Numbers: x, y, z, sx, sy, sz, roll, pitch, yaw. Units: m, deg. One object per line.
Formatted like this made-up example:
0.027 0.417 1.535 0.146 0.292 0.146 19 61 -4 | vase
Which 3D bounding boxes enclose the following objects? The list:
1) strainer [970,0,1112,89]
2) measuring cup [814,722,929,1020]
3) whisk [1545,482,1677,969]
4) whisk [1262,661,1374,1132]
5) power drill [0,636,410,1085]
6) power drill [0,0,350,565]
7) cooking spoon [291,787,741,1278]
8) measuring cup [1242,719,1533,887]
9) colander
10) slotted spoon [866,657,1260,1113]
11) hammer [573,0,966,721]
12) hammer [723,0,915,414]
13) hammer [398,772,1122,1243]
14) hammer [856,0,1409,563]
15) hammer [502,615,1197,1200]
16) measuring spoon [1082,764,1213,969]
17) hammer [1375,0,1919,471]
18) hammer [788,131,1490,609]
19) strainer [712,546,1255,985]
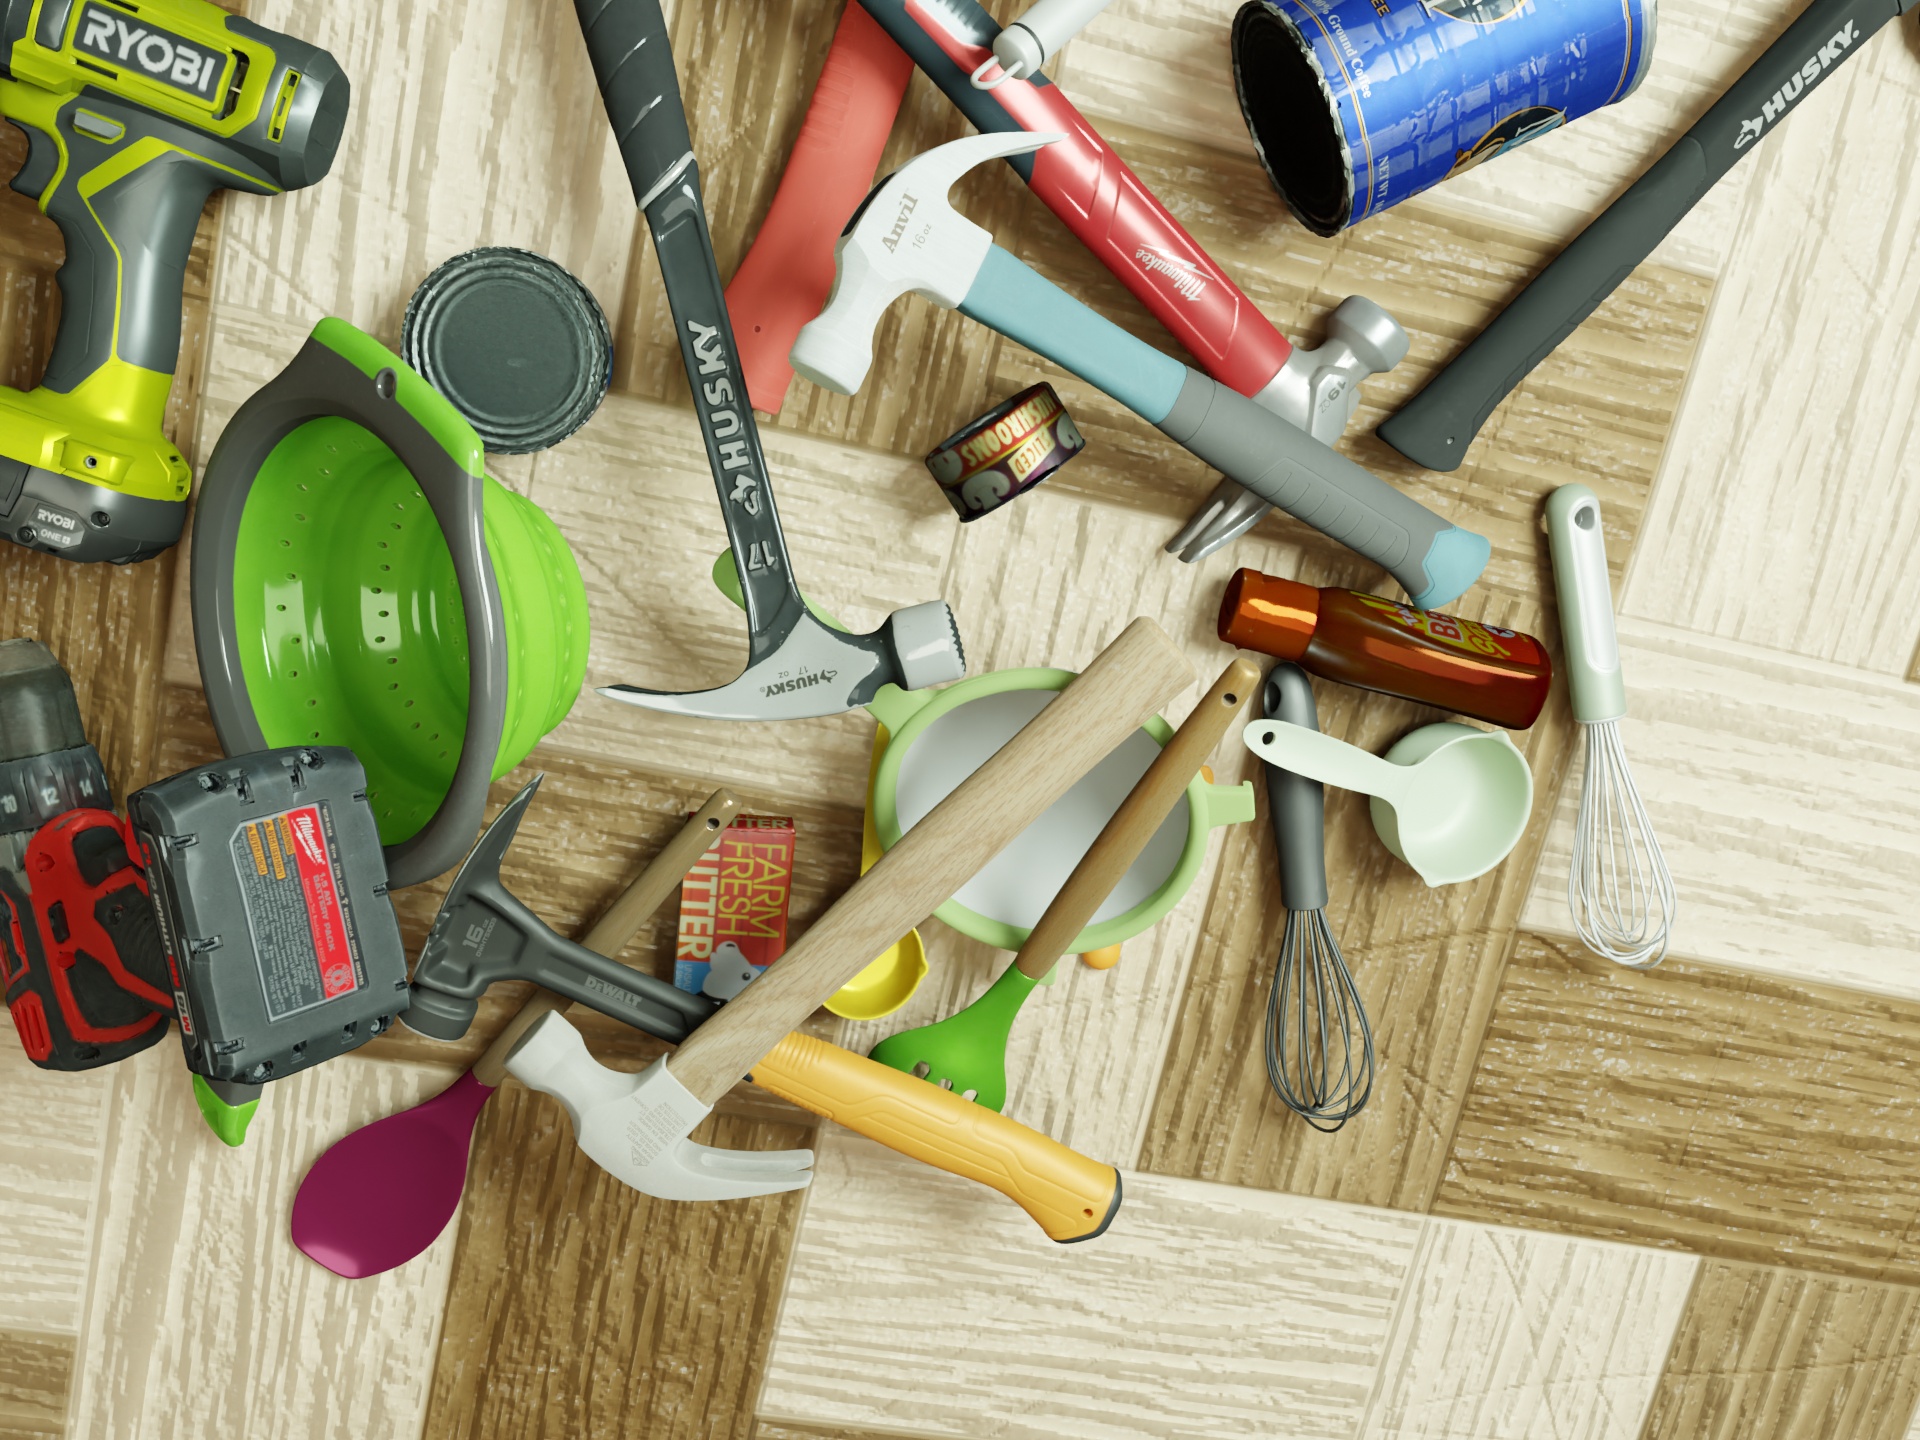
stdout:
0.092 -0.328 0.631 0.087 0.050 0.258 35 72 28 | strainer
-0.040 0.064 0.764 0.062 0.029 0.156 8 90 -9 | measuring cup
0.316 0.006 0.781 0.058 0.059 0.246 -14 100 -16 | whisk
0.170 0.089 0.782 0.055 0.055 0.239 -8 100 -5 | whisk
-0.331 0.053 0.642 0.227 0.080 0.188 -4 99 38 | power drill
-0.363 -0.189 0.634 0.171 0.080 0.223 19 96 -11 | power drill
-0.208 0.150 0.748 0.068 0.017 0.319 40 102 -13 | cooking spoon
0.197 0.024 0.760 0.167 0.038 0.083 18 100 -22 | measuring cup
-0.252 0.027 0.689 0.205 0.094 0.397 39 119 25 | colander
0.042 0.093 0.714 0.070 0.031 0.313 30 119 -6 | slotted spoon
-0.118 -0.196 0.644 0.149 0.036 0.409 -14 93 4 | hammer
-0.019 -0.300 0.671 0.149 0.037 0.359 20 99 -11 | hammer
-0.075 0.148 0.721 0.336 0.034 0.127 26 104 -7 | hammer
0.022 -0.232 0.660 0.386 0.038 0.143 40 95 -23 | hammer
-0.032 0.081 0.670 0.331 0.031 0.130 -42 101 8 | hammer
0.094 0.074 0.785 0.021 0.011 0.117 27 98 -13 | measuring spoon
0.316 -0.242 0.710 0.335 0.035 0.146 -45 131 9 | hammer
0.097 -0.129 0.669 0.330 0.033 0.128 25 90 -24 | hammer
-0.001 -0.002 0.723 0.256 0.069 0.151 39 119 -11 | strainer
